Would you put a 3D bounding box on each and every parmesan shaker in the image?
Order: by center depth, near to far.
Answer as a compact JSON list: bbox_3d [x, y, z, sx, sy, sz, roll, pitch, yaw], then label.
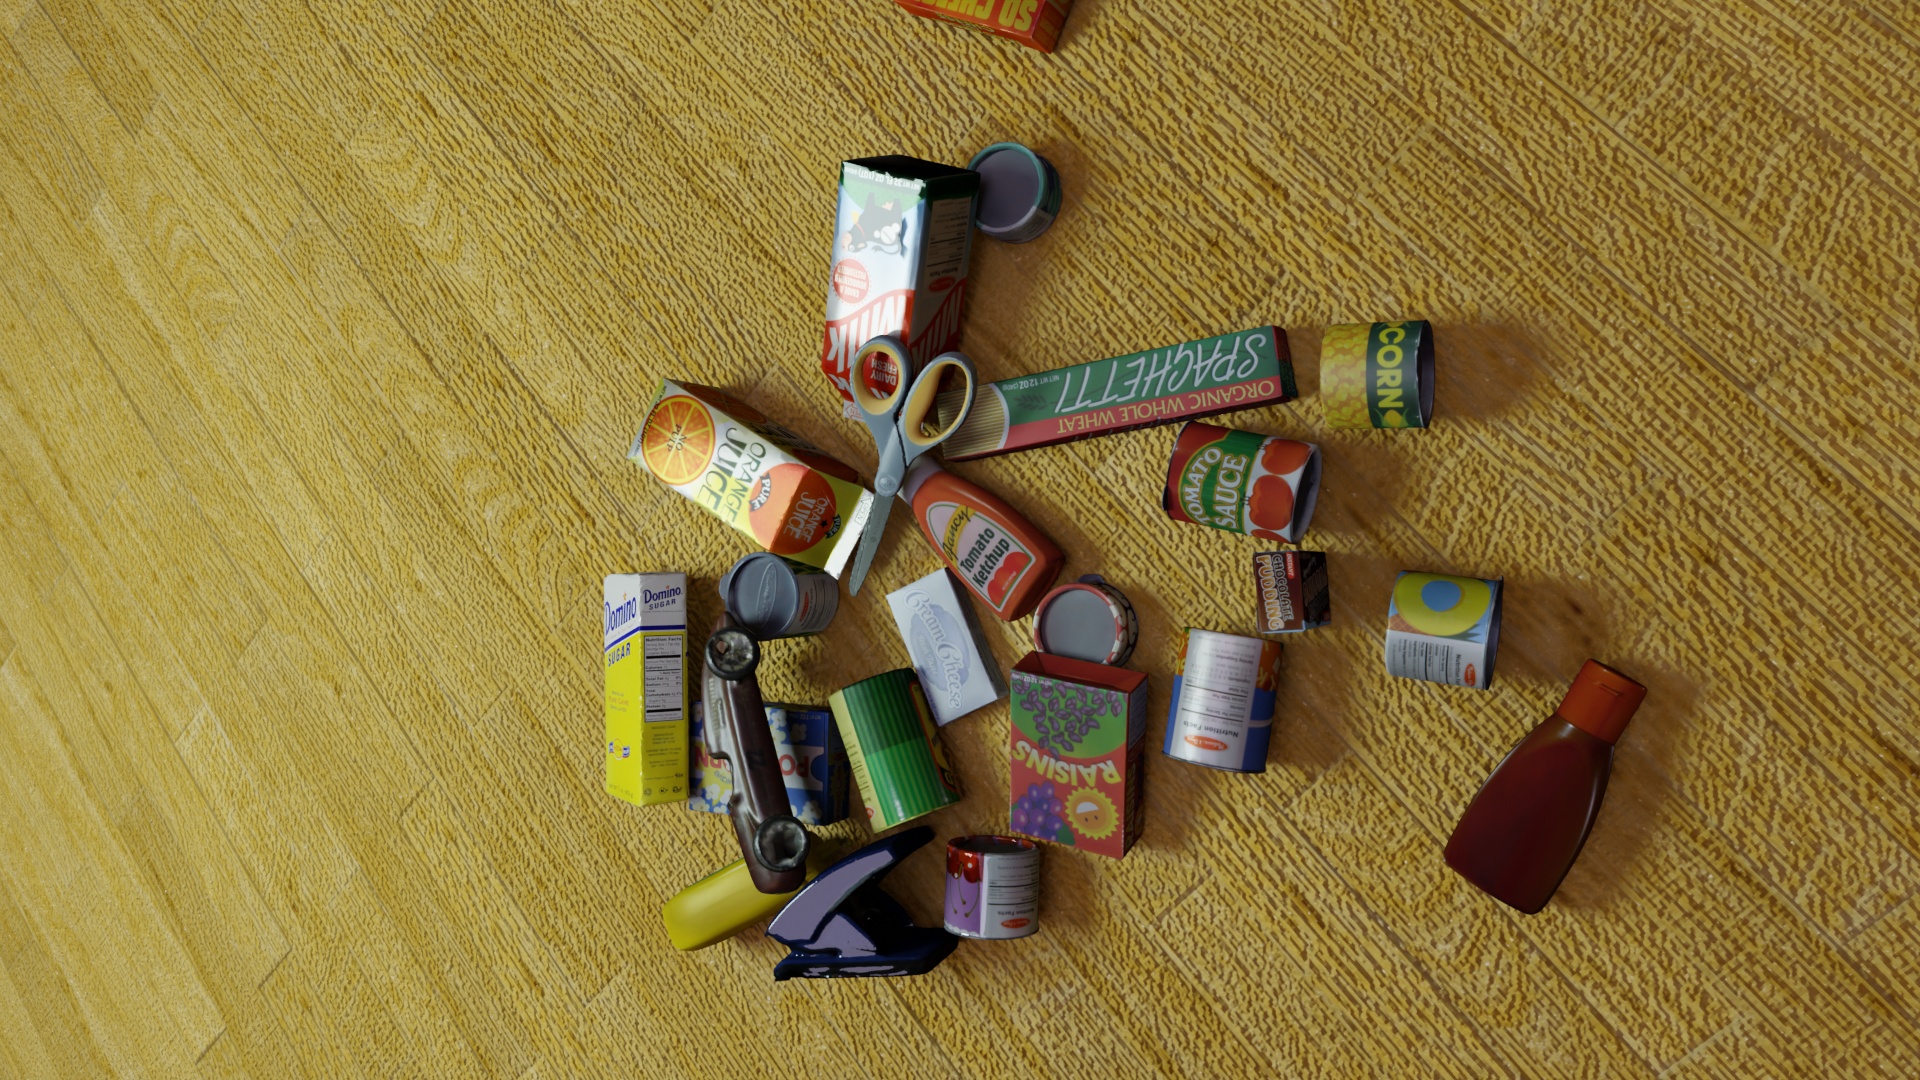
[{"bbox_3d":[-0.047,0.149,0.990,0.071,0.071,0.103,-25,78,24],"label":"parmesan shaker"}]

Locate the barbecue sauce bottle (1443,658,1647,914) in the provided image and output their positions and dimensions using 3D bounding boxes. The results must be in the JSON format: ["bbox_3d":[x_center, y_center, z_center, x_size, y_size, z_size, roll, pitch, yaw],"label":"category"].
[{"bbox_3d":[0.347,0.141,0.814,0.065,0.044,0.148,31,101,23],"label":"barbecue sauce bottle"}]

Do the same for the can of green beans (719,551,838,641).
[{"bbox_3d":[-0.133,0.041,1.042,0.071,0.058,0.071,0,89,26],"label":"can of green beans"}]

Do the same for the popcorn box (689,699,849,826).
[{"bbox_3d":[-0.146,0.166,1.056,0.126,0.038,0.085,1,88,26],"label":"popcorn box"}]

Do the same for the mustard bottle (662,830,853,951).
[{"bbox_3d":[-0.146,0.256,1.043,0.160,0.065,0.049,-30,75,14],"label":"mustard bottle"}]

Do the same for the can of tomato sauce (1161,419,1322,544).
[{"bbox_3d":[0.180,-0.036,0.885,0.083,0.071,0.071,14,95,25],"label":"can of tomato sauce"}]

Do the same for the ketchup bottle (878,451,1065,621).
[{"bbox_3d":[0.004,-0.012,0.985,0.149,0.043,0.064,43,116,21],"label":"ketchup bottle"}]

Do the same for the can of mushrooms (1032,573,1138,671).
[{"bbox_3d":[0.085,0.059,0.949,0.071,0.033,0.071,0,89,27],"label":"can of mushrooms"}]

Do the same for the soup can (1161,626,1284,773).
[{"bbox_3d":[0.169,0.101,0.889,0.071,0.071,0.083,9,88,26],"label":"soup can"}]

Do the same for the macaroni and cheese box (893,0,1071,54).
[{"bbox_3d":[0.037,-0.442,0.981,0.124,0.040,0.166,25,99,24],"label":"macaroni and cheese box"}]

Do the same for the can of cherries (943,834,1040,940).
[{"bbox_3d":[0.020,0.238,0.959,0.071,0.071,0.058,1,90,26],"label":"can of cherries"}]

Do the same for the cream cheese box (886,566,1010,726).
[{"bbox_3d":[-0.009,0.075,0.999,0.053,0.024,0.104,-27,78,20],"label":"cream cheese box"}]

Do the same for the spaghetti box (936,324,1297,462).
[{"bbox_3d":[0.100,-0.098,0.948,0.250,0.029,0.050,-9,86,26],"label":"spaghetti box"}]

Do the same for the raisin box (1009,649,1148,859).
[{"bbox_3d":[0.078,0.142,0.928,0.086,0.040,0.123,8,110,25],"label":"raisin box"}]

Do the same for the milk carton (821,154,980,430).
[{"bbox_3d":[-0.045,-0.169,0.981,0.072,0.074,0.189,19,115,26],"label":"milk carton"}]

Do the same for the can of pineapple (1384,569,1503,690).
[{"bbox_3d":[0.290,0.052,0.832,0.058,0.071,0.071,7,92,26],"label":"can of pineapple"}]

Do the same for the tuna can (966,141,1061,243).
[{"bbox_3d":[0.035,-0.248,0.981,0.071,0.033,0.071,0,89,26],"label":"tuna can"}]

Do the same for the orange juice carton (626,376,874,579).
[{"bbox_3d":[-0.149,-0.047,1.043,0.193,0.073,0.071,31,102,23],"label":"orange juice carton"}]

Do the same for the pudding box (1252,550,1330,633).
[{"bbox_3d":[0.206,0.031,0.862,0.030,0.084,0.049,-5,87,26],"label":"pudding box"}]

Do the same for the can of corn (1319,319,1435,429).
[{"bbox_3d":[0.255,-0.101,0.849,0.058,0.071,0.071,1,90,27],"label":"can of corn"}]
